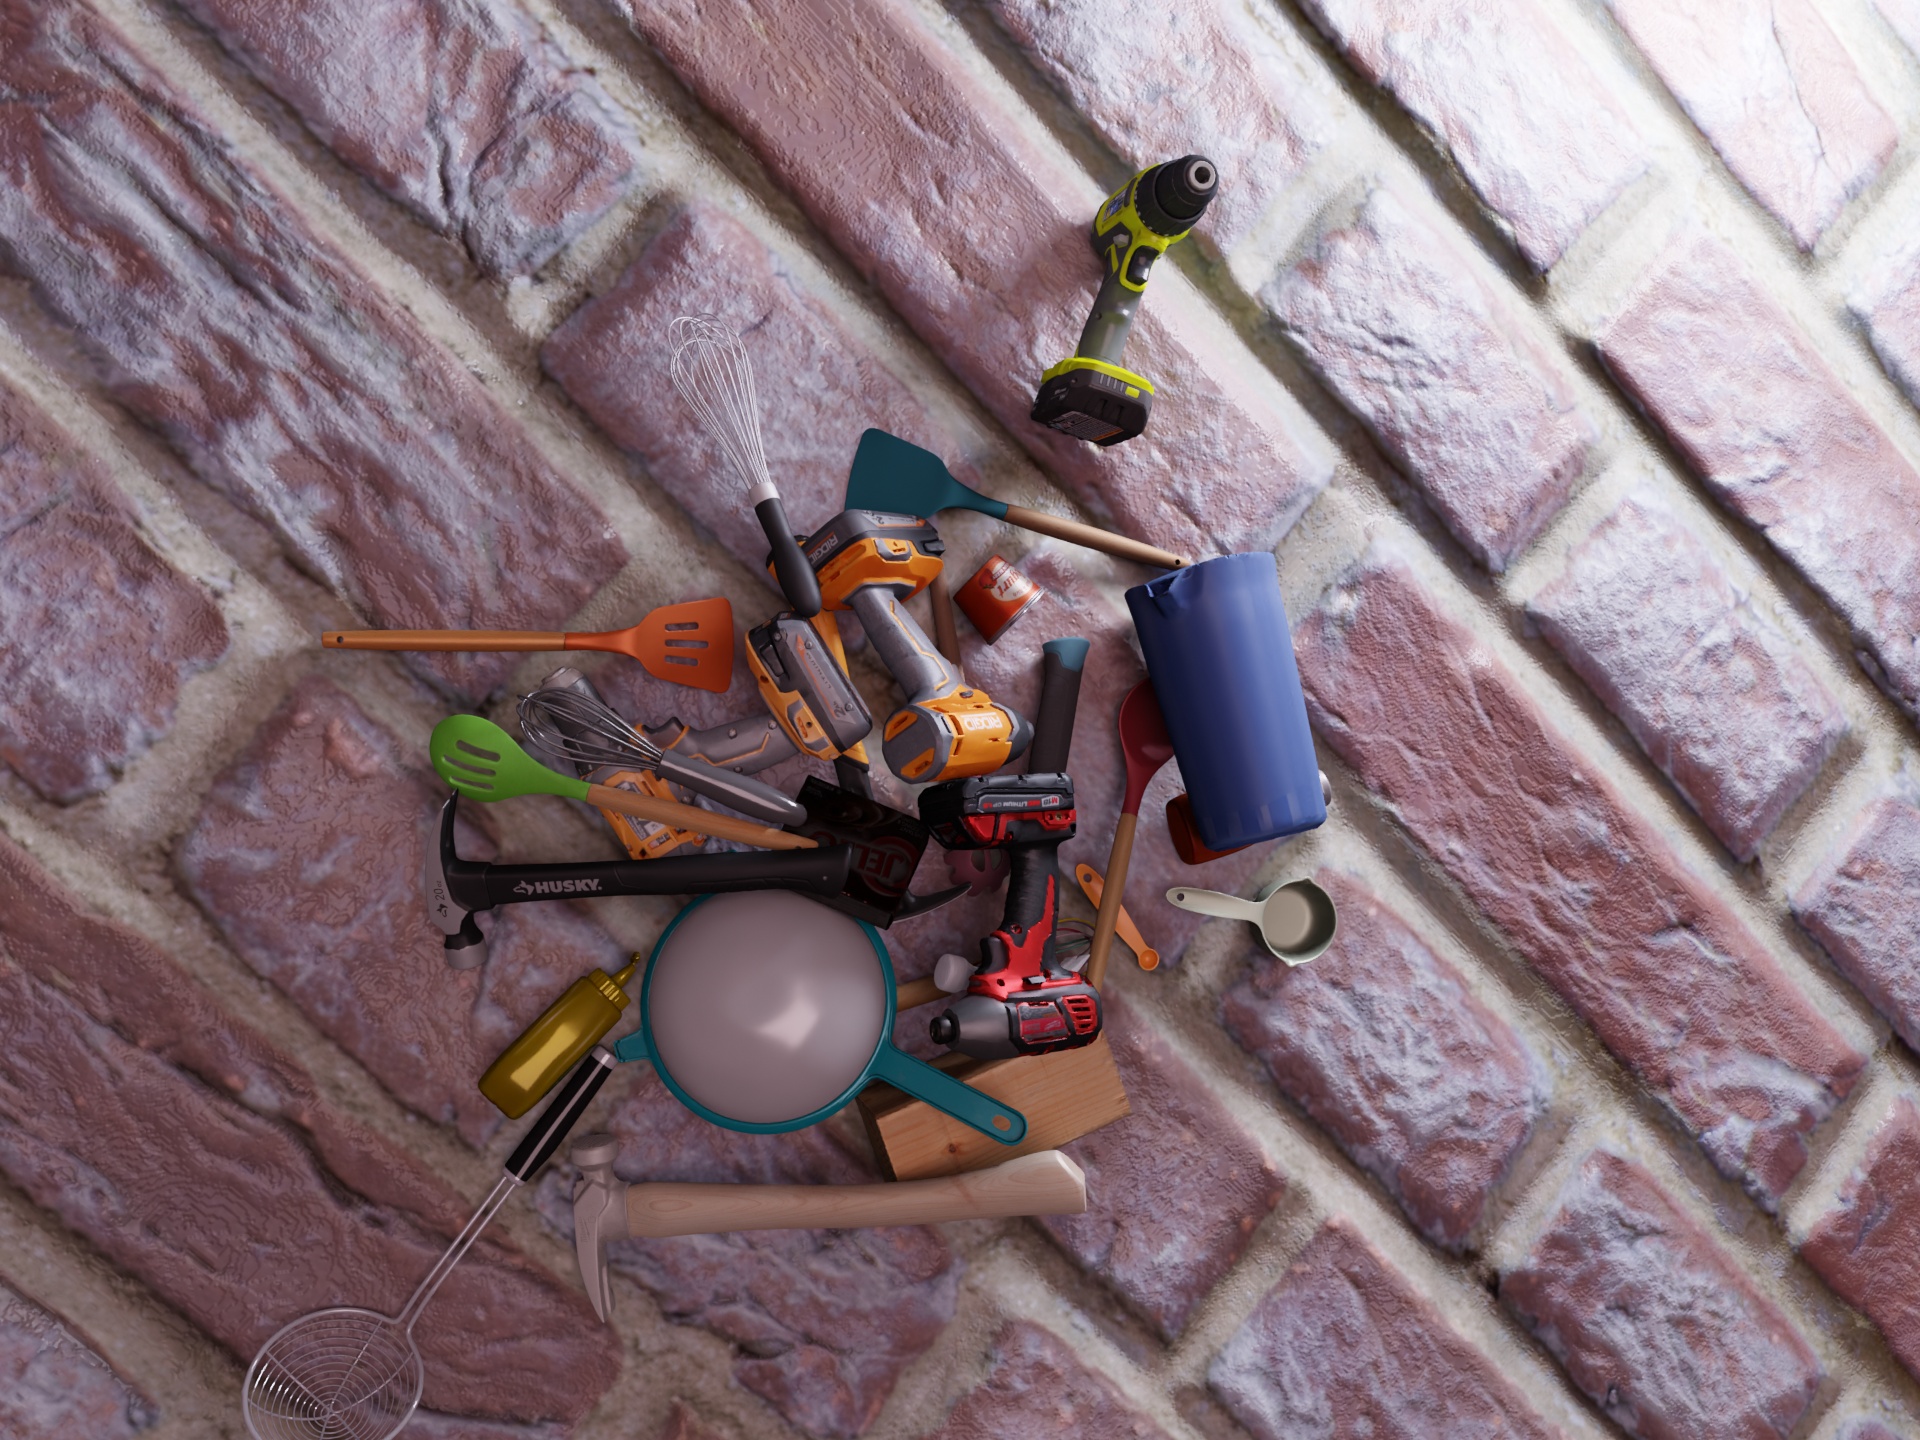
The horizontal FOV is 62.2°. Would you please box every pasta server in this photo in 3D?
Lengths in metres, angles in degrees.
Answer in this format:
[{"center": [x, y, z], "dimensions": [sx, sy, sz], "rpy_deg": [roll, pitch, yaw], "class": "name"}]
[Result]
[{"center": [-0.002, -0.004, 1.380], "dimensions": [0.060, 0.040, 0.316], "rpy_deg": [-9, 87, -15], "class": "pasta server"}]

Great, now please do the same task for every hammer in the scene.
[{"center": [-0.092, 0.006, 1.341], "dimensions": [0.127, 0.034, 0.337], "rpy_deg": [-15, 91, 1], "class": "hammer"}, {"center": [-0.249, 0.116, 1.230], "dimensions": [0.335, 0.035, 0.146], "rpy_deg": [-3, 114, 4], "class": "hammer"}, {"center": [-0.105, 0.396, 1.267], "dimensions": [0.410, 0.038, 0.146], "rpy_deg": [-5, 93, 6], "class": "hammer"}, {"center": [0.066, 0.080, 1.351], "dimensions": [0.128, 0.033, 0.331], "rpy_deg": [20, 70, -25], "class": "hammer"}]

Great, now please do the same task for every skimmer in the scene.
[{"center": [-0.397, 0.402, 1.233], "dimensions": [0.127, 0.090, 0.363], "rpy_deg": [33, 77, 20], "class": "skimmer"}]

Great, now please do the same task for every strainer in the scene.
[{"center": [-0.102, 0.247, 1.250], "dimensions": [0.340, 0.095, 0.211], "rpy_deg": [25, 78, 10], "class": "strainer"}]

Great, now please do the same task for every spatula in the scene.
[{"center": [0.058, -0.177, 1.401], "dimensions": [0.317, 0.044, 0.082], "rpy_deg": [14, 85, -19], "class": "spatula"}, {"center": [-0.346, -0.063, 1.291], "dimensions": [0.322, 0.041, 0.081], "rpy_deg": [0, 90, -11], "class": "spatula"}]

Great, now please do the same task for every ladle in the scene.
[{"center": [0.143, 0.107, 1.379], "dimensions": [0.069, 0.031, 0.316], "rpy_deg": [21, 68, -16], "class": "ladle"}]

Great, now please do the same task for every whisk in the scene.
[{"center": [-0.169, -0.208, 1.284], "dimensions": [0.070, 0.070, 0.285], "rpy_deg": [-20, 75, -14], "class": "whisk"}, {"center": [0.011, 0.223, 1.371], "dimensions": [0.245, 0.051, 0.047], "rpy_deg": [-16, 99, -12], "class": "whisk"}, {"center": [-0.228, 0.031, 1.220], "dimensions": [0.239, 0.055, 0.055], "rpy_deg": [23, 83, -11], "class": "whisk"}]

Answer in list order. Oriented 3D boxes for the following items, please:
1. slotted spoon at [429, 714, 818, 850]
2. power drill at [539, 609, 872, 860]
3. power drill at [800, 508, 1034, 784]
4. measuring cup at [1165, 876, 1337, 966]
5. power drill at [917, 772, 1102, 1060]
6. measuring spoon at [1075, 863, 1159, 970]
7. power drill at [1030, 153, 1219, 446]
[{"center": [-0.264, 0.061, 1.239], "dimensions": [0.313, 0.031, 0.070], "rpy_deg": [15, 112, -3], "class": "slotted spoon"}, {"center": [-0.208, -0.003, 1.274], "dimensions": [0.226, 0.084, 0.185], "rpy_deg": [-32, 103, 3], "class": "power drill"}, {"center": [-0.027, -0.056, 1.299], "dimensions": [0.164, 0.084, 0.227], "rpy_deg": [-4, 63, -54], "class": "power drill"}, {"center": [0.258, 0.172, 1.440], "dimensions": [0.167, 0.038, 0.083], "rpy_deg": [13, 86, -12], "class": "measuring cup"}, {"center": [0.033, 0.156, 1.255], "dimensions": [0.143, 0.078, 0.220], "rpy_deg": [-2, 82, -30], "class": "power drill"}, {"center": [0.139, 0.175, 1.423], "dimensions": [0.021, 0.011, 0.117], "rpy_deg": [-38, 95, -13], "class": "measuring spoon"}, {"center": [0.143, -0.358, 1.343], "dimensions": [0.080, 0.190, 0.228], "rpy_deg": [18, 89, -14], "class": "power drill"}]
